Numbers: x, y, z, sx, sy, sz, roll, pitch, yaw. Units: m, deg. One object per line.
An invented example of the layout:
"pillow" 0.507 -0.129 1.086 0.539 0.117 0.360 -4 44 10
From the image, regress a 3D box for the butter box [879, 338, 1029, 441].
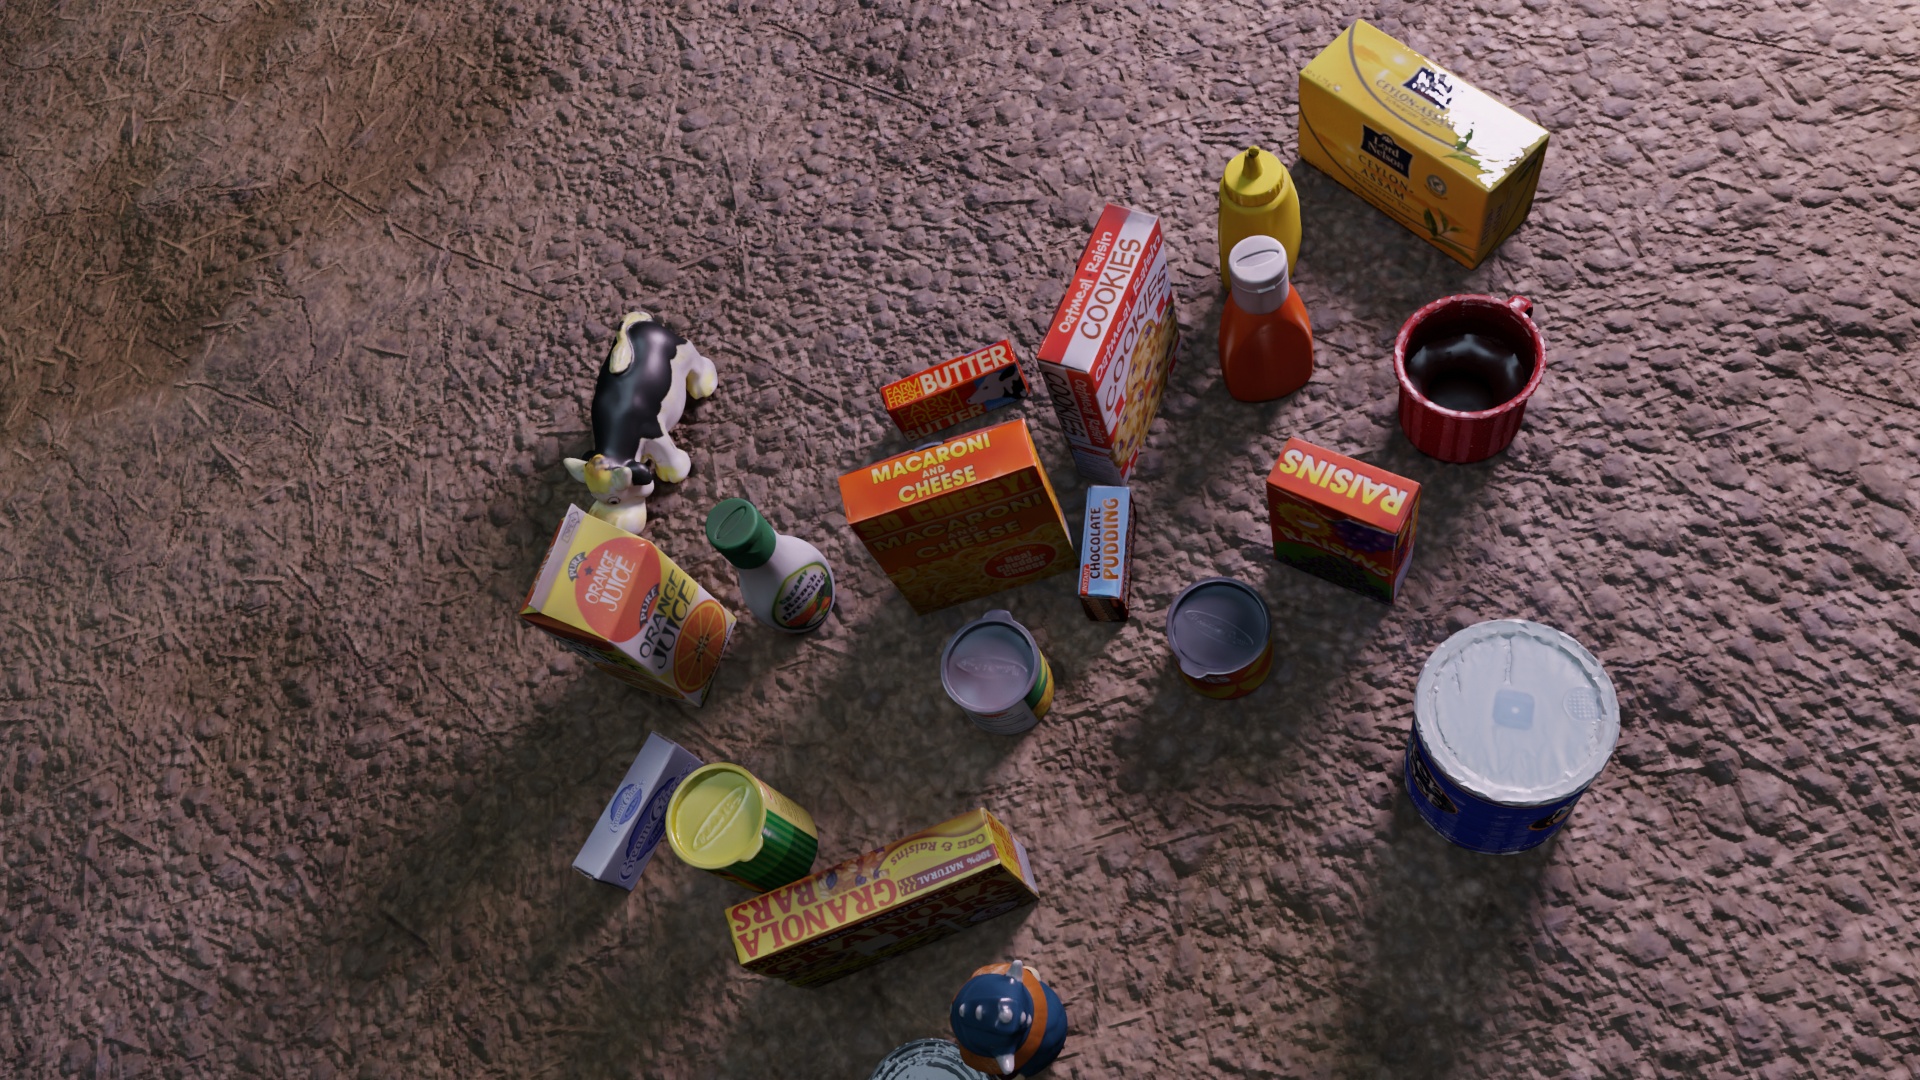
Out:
"butter box" -0.004 -0.111 1.032 0.103 0.053 0.024 -20 63 5

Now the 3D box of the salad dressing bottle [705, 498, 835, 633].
"salad dressing bottle" -0.131 0.018 0.954 0.044 0.147 0.064 36 80 26

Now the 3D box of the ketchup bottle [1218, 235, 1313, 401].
"ketchup bottle" 0.205 -0.148 0.940 0.065 0.148 0.044 -16 64 8

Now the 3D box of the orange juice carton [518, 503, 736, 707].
"orange juice carton" -0.230 0.045 0.942 0.073 0.192 0.072 13 71 20

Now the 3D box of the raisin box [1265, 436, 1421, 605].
"raisin box" 0.242 -0.010 0.882 0.086 0.123 0.040 25 75 23

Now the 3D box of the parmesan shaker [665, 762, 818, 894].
"parmesan shaker" -0.138 0.191 0.902 0.071 0.102 0.071 -6 65 12

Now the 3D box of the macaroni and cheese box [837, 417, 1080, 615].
"macaroni and cheese box" 0.003 -0.012 0.921 0.124 0.166 0.040 -17 63 7

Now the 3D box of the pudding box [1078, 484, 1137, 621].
"pudding box" 0.101 0.009 0.952 0.030 0.049 0.084 1 67 16

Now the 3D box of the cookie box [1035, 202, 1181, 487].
"cookie box" 0.105 -0.129 0.947 0.040 0.167 0.123 17 72 21

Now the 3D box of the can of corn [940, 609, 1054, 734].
"can of corn" 0.026 0.089 0.930 0.071 0.058 0.071 -6 65 12

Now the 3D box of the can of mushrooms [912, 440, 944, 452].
"can of mushrooms" -0.016 -0.038 1.013 0.071 0.033 0.071 -6 65 12

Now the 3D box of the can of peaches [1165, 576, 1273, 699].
"can of peaches" 0.168 0.066 0.904 0.071 0.058 0.071 -6 65 12

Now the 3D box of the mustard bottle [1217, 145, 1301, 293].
"mustard bottle" 0.207 -0.228 0.969 0.049 0.159 0.065 21 74 22

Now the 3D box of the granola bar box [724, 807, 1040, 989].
"granola bar box" -0.042 0.223 0.851 0.165 0.124 0.039 -23 63 4

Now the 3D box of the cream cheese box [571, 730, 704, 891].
"cream cheese box" -0.219 0.187 0.953 0.024 0.053 0.104 23 74 23
